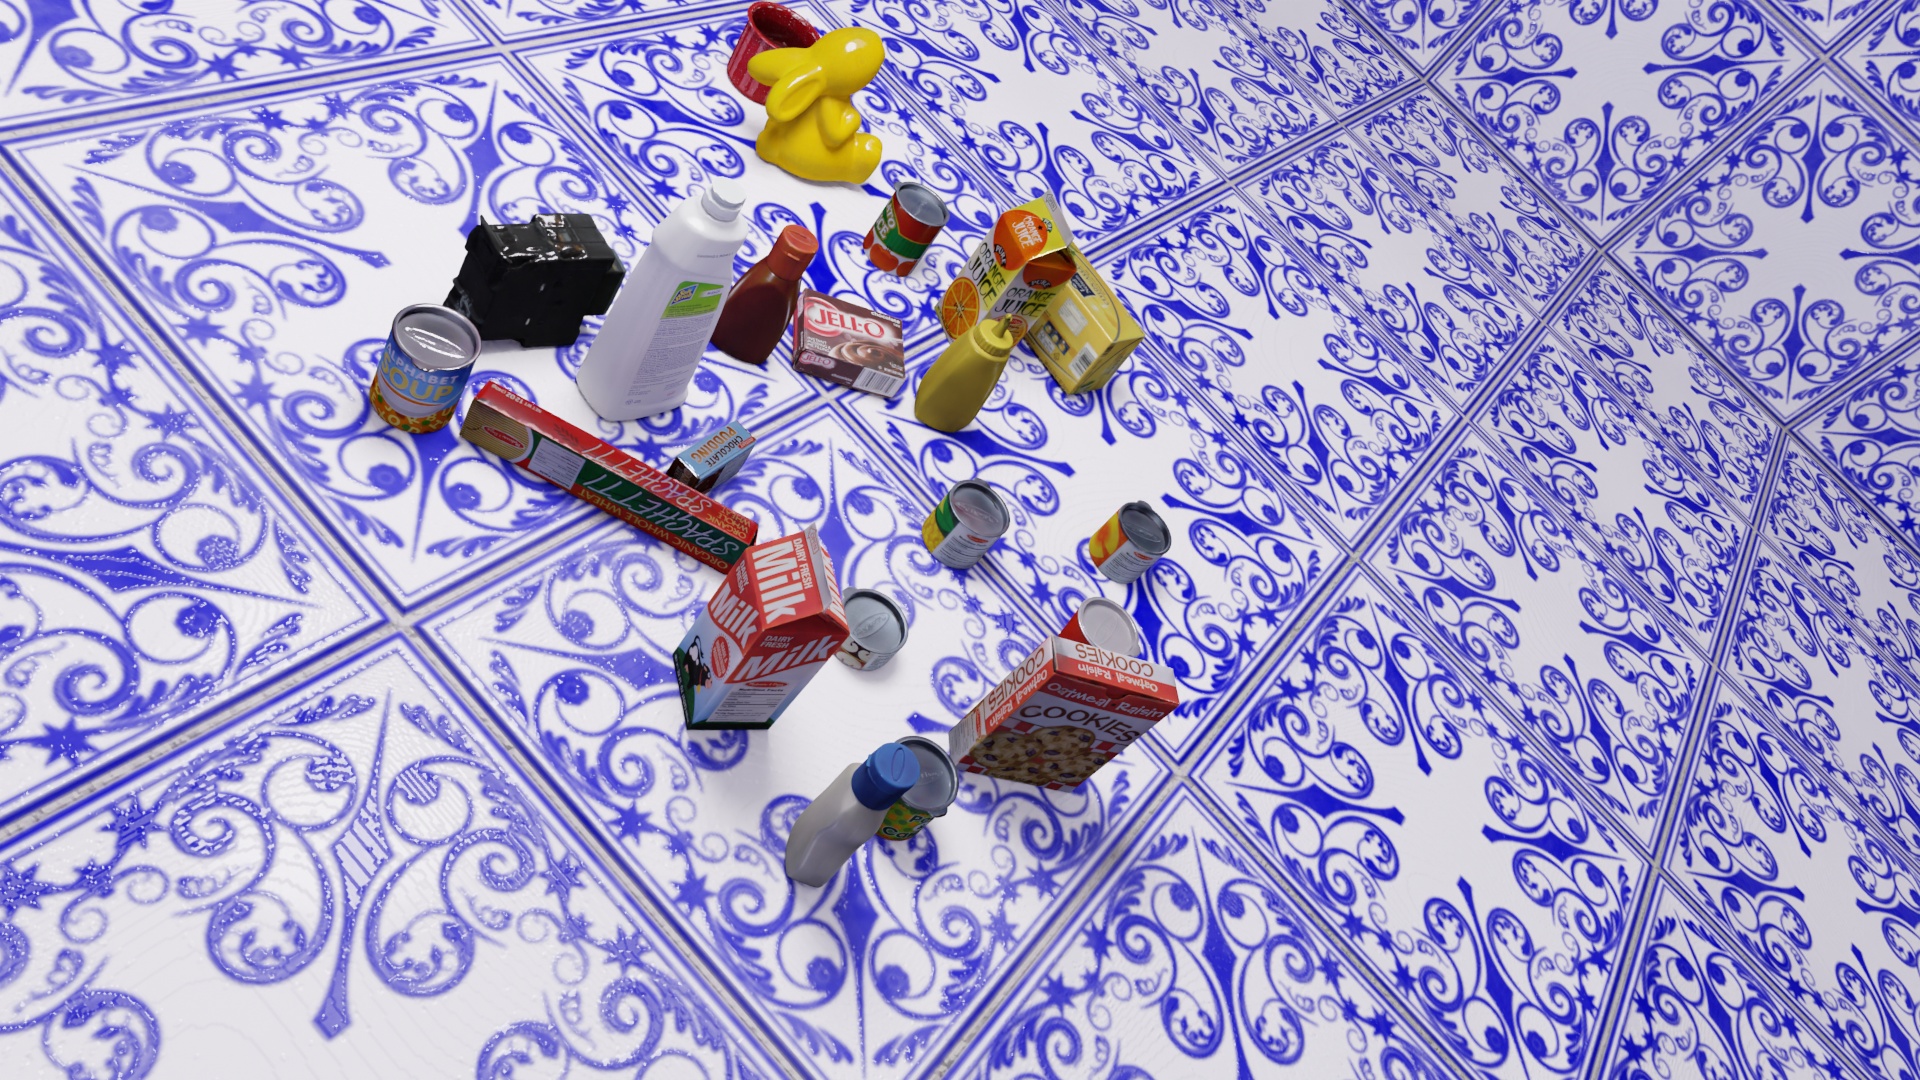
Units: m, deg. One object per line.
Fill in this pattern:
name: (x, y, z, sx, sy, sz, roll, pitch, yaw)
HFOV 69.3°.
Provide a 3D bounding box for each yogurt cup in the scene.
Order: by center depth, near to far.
yogurt cup: (0.128, 0.095, 1.324, 0.072, 0.053, 0.073, 20, 46, -22)

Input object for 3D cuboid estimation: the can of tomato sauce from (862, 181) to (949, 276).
can of tomato sauce: (-0.063, -0.343, 1.531, 0.071, 0.082, 0.071, 20, 46, -22)

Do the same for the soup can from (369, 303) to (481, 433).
soup can: (-0.420, -0.132, 1.085, 0.071, 0.083, 0.072, 20, 46, -22)

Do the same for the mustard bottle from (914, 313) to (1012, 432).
mustard bottle: (0.012, -0.174, 1.386, 0.065, 0.159, 0.049, 23, 45, -20)

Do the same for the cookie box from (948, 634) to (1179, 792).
cookie box: (0.084, 0.150, 1.161, 0.123, 0.166, 0.040, 17, 47, -26)

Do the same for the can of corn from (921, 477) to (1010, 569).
can of corn: (0.005, -0.017, 1.324, 0.071, 0.058, 0.071, 20, 46, -22)

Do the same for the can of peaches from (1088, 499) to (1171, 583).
can of peaches: (0.175, 0.001, 1.436, 0.071, 0.057, 0.071, 20, 46, -22)

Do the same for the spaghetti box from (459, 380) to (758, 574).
spaghetti box: (-0.285, -0.048, 1.141, 0.250, 0.050, 0.029, 29, 43, -14)

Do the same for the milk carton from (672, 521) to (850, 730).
milk carton: (-0.144, 0.067, 1.043, 0.073, 0.189, 0.072, 6, 53, -34)

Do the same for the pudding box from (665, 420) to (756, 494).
pudding box: (-0.219, -0.066, 1.205, 0.030, 0.049, 0.084, 45, 42, 3)

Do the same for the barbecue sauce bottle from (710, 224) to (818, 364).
barbecue sauce bottle: (-0.180, -0.231, 1.300, 0.065, 0.147, 0.044, 26, 44, -17)

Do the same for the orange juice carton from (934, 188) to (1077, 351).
orange juice carton: (0.057, -0.283, 1.488, 0.073, 0.191, 0.072, 0, 56, -37)

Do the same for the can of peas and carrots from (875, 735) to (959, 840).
can of peas and carrots: (-0.042, 0.200, 1.105, 0.071, 0.058, 0.071, 20, 46, -22)

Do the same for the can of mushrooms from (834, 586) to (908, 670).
can of mushrooms: (-0.083, 0.075, 1.200, 0.071, 0.033, 0.071, 20, 46, -22)

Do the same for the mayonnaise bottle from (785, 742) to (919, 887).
mayonnaise bottle: (-0.080, 0.197, 1.013, 0.041, 0.147, 0.065, 27, 44, -16)
